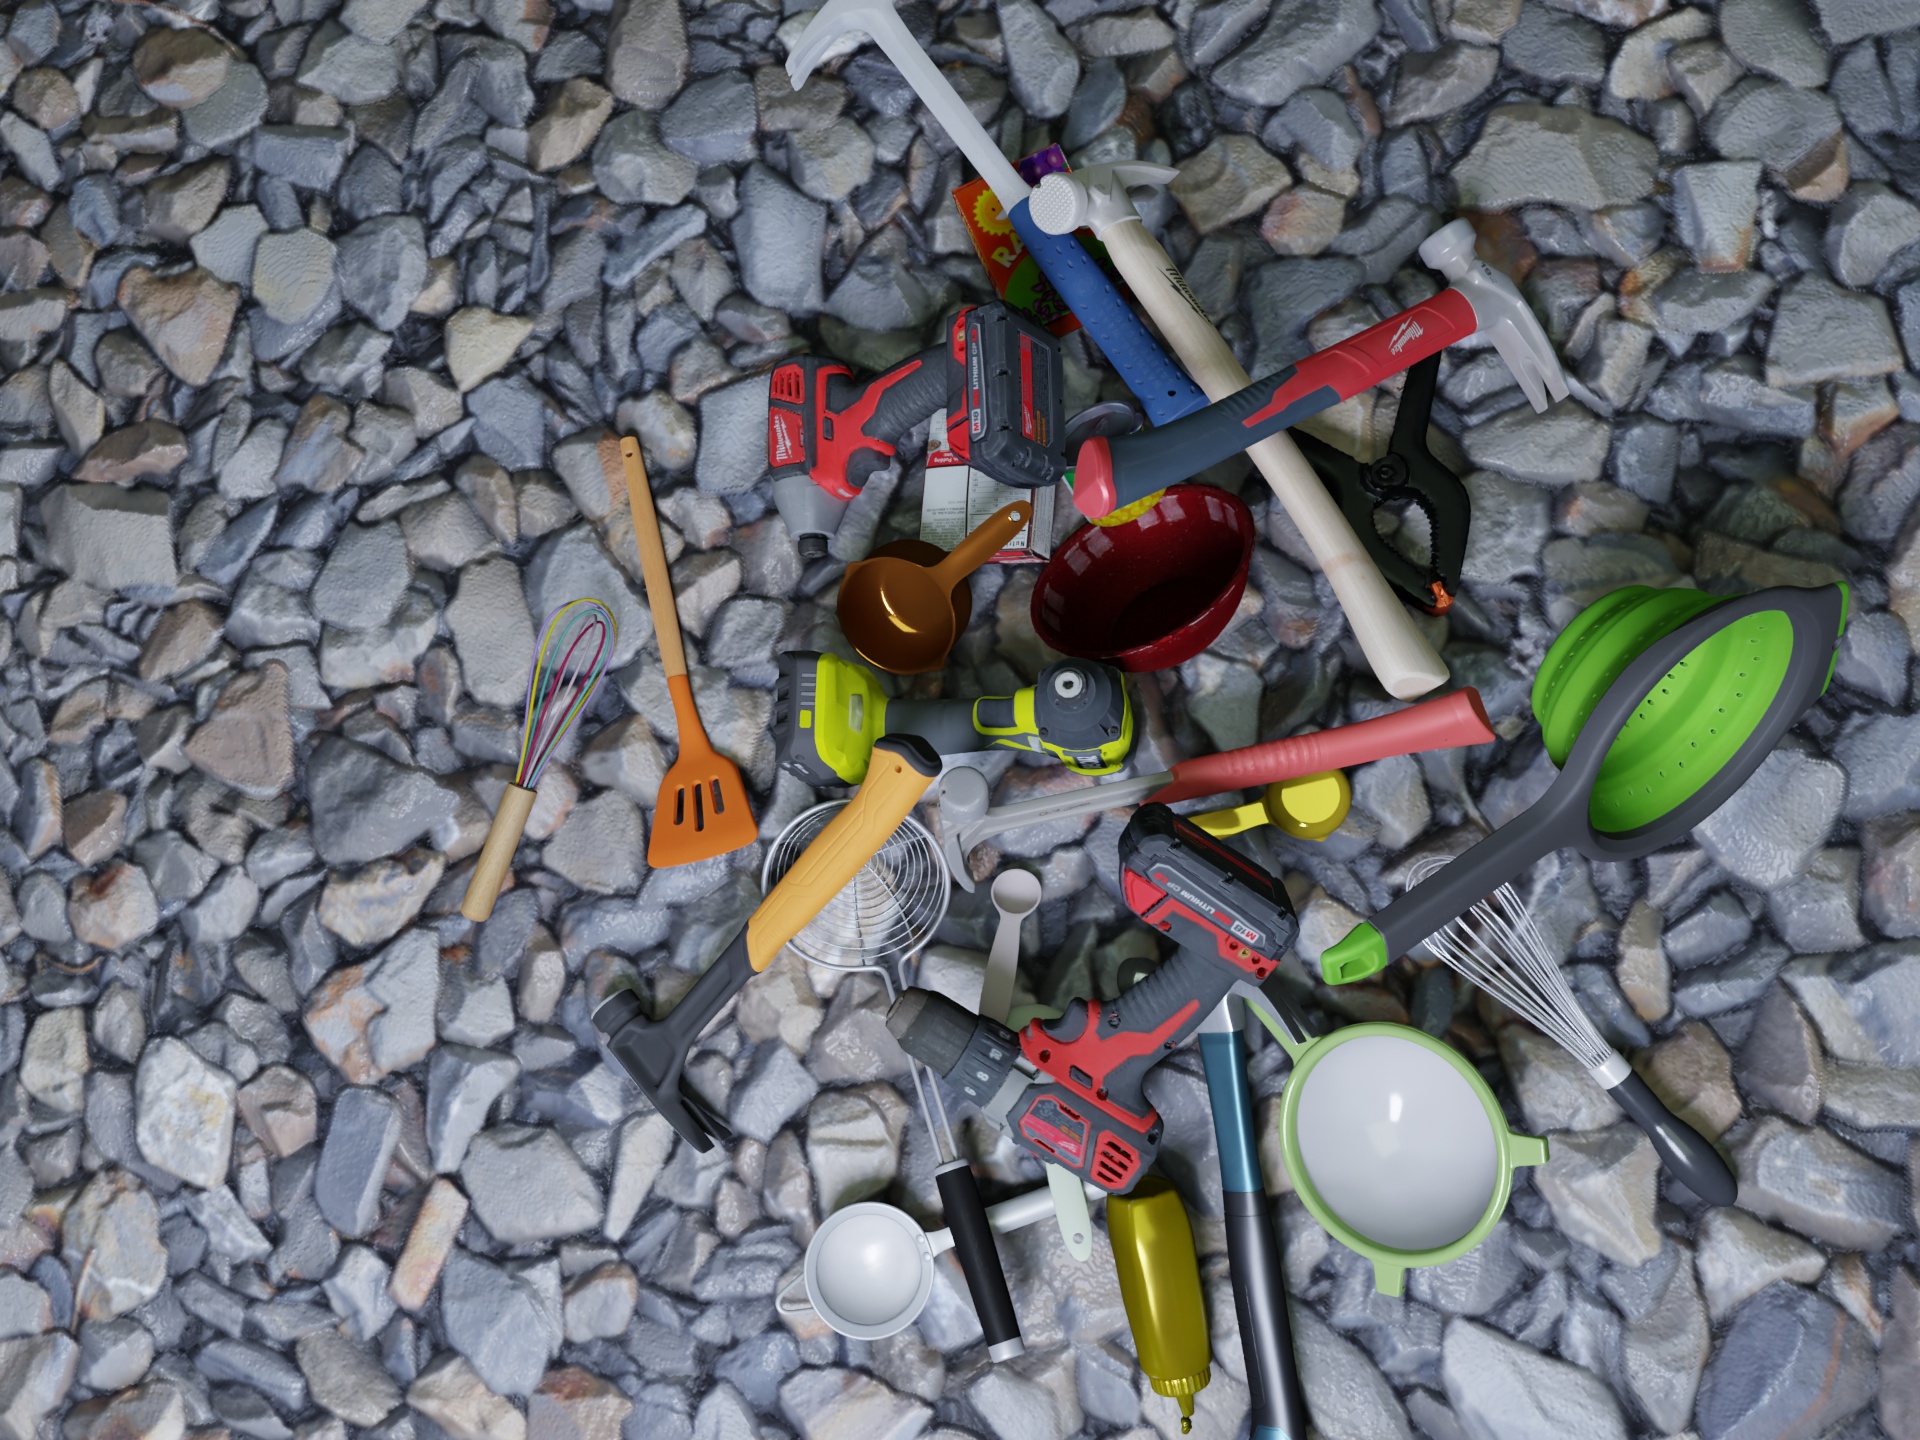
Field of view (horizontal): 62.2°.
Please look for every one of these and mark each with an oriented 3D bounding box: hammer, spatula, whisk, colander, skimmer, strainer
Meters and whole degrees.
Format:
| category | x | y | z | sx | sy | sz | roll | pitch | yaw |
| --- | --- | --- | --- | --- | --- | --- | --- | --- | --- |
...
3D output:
| category | x | y | z | sx | sy | sz | roll | pitch | yaw |
| --- | --- | --- | --- | --- | --- | --- | --- | --- | --- |
| hammer | 0.231 | -0.199 | 1.007 | 0.386 | 0.038 | 0.143 | -29 | 86 | -28 |
| spatula | -0.210 | -0.056 | 1.138 | 0.081 | 0.041 | 0.323 | -15 | 79 | 6 |
| whisk | -0.302 | 0.029 | 1.140 | 0.051 | 0.047 | 0.245 | 21 | 89 | 22 |
| colander | 0.362 | 0.025 | 0.984 | 0.397 | 0.204 | 0.095 | -32 | 48 | -10 |
| hammer | 0.164 | 0.039 | 1.028 | 0.359 | 0.149 | 0.037 | -12 | 64 | -1 |
| skimmer | -0.030 | 0.228 | 1.028 | 0.127 | 0.090 | 0.364 | -20 | 70 | 3 |
| hammer | -0.115 | 0.137 | 1.027 | 0.127 | 0.034 | 0.336 | 48 | 117 | 14 |
| strainer | 0.252 | 0.226 | 1.029 | 0.257 | 0.069 | 0.151 | 50 | 119 | 28 |
| hammer | 0.033 | -0.365 | 1.112 | 0.144 | 0.035 | 0.406 | -35 | 80 | 1 |
| strainer | 0.003 | 0.339 | 1.053 | 0.258 | 0.050 | 0.087 | -19 | 82 | -1 |
| hammer | 0.182 | 0.314 | 1.020 | 0.128 | 0.033 | 0.331 | -11 | 85 | 37 |
| whisk | 0.392 | 0.197 | 1.015 | 0.070 | 0.070 | 0.285 | -42 | 83 | 0 |
| hammer | 0.201 | -0.196 | 1.054 | 0.038 | 0.146 | 0.411 | -37 | 84 | 43 |

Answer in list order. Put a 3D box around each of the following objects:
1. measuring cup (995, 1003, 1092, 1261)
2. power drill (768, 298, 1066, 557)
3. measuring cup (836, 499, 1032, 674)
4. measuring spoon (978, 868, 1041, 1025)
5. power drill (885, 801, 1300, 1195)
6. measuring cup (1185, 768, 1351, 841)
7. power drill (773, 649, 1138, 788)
| category | x | y | z | sx | sy | sz | roll | pitch | yaw |
| --- | --- | --- | --- | --- | --- | --- | --- | --- | --- |
| measuring cup | 0.059 | 0.266 | 1.039 | 0.083 | 0.038 | 0.168 | -14 | 67 | 0 |
| power drill | -0.041 | -0.195 | 1.085 | 0.220 | 0.078 | 0.143 | -8 | 78 | 35 |
| measuring cup | -0.007 | -0.103 | 1.076 | 0.173 | 0.052 | 0.095 | -37 | 98 | 32 |
| measuring spoon | 0.029 | 0.160 | 1.071 | 0.034 | 0.018 | 0.124 | 9 | 65 | 7 |
| power drill | 0.080 | 0.162 | 0.979 | 0.188 | 0.080 | 0.226 | 33 | 103 | -1 |
| measuring cup | 0.188 | 0.065 | 1.071 | 0.156 | 0.029 | 0.062 | -17 | 80 | 2 |
| power drill | -0.002 | -0.003 | 1.039 | 0.223 | 0.171 | 0.080 | -2 | 78 | 11 |
